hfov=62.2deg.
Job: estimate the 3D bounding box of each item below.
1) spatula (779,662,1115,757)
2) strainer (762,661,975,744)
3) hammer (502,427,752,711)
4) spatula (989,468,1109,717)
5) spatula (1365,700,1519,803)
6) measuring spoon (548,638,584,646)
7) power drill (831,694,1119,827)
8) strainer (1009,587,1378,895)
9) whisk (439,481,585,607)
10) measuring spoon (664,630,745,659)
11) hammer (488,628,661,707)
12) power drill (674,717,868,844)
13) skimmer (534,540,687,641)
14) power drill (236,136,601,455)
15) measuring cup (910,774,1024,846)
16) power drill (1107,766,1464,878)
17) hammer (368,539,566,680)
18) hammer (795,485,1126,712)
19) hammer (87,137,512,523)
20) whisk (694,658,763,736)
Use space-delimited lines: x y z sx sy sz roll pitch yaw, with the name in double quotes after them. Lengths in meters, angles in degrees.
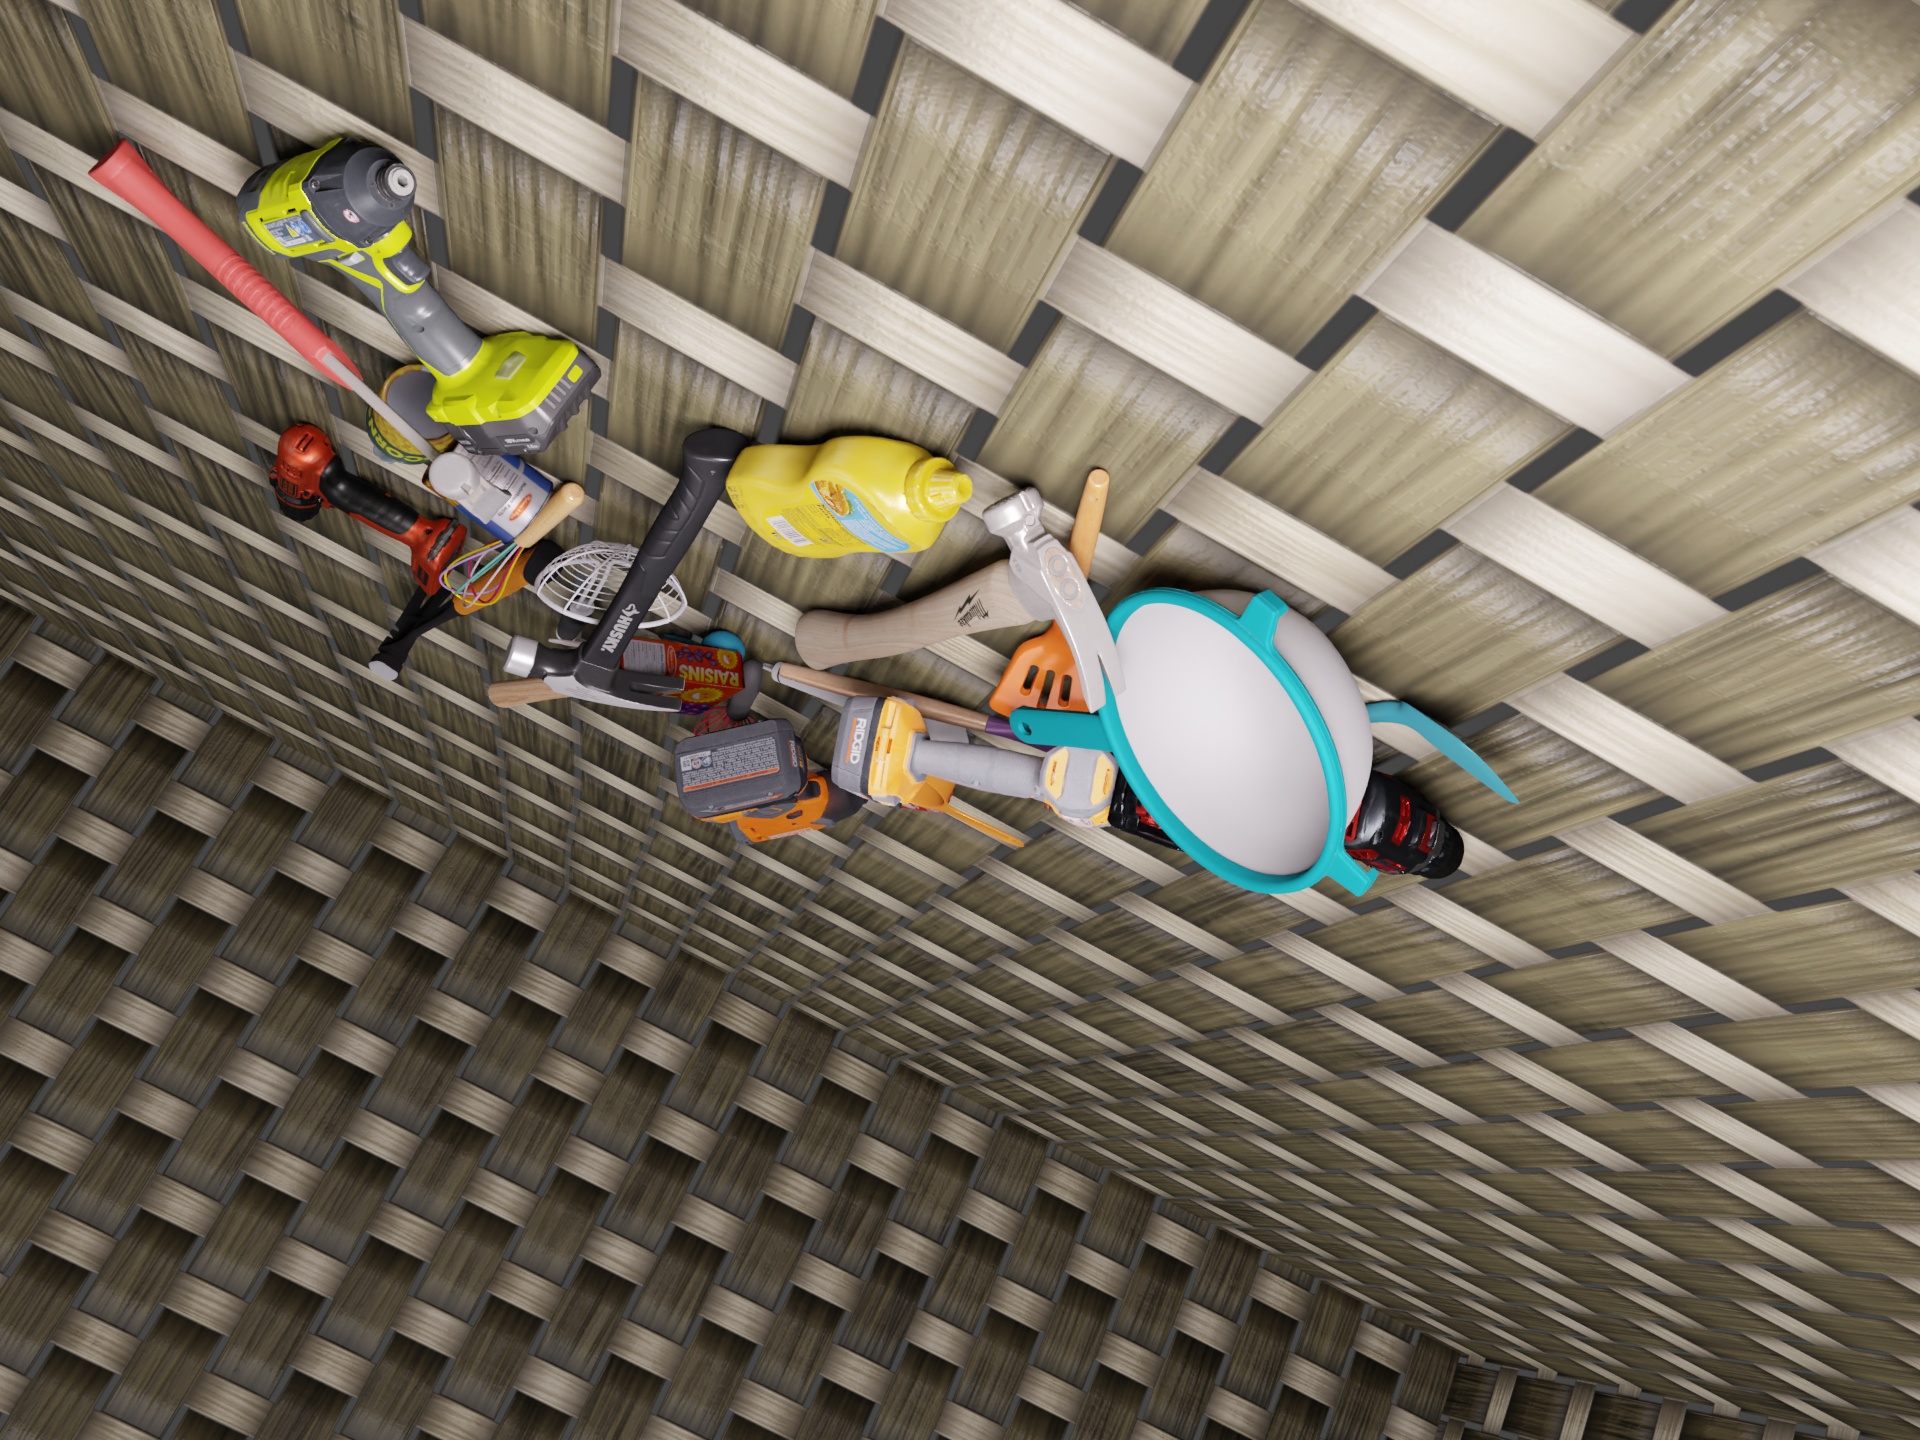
-0.002 -0.004 1.337 0.316 0.018 0.059 15 159 8 "spatula"
-0.081 -0.015 1.418 0.259 0.050 0.087 20 -157 31 "strainer"
-0.235 -0.109 1.223 0.146 0.035 0.334 18 142 -22 "hammer"
0.072 -0.075 1.088 0.081 0.041 0.322 17 158 4 "spatula"
0.225 0.003 1.087 0.318 0.044 0.082 7 159 44 "spatula"
-0.351 -0.066 1.577 0.124 0.018 0.034 9 177 -38 "measuring spoon"
0.026 0.043 1.288 0.226 0.084 0.185 9 173 11 "power drill"
0.155 -0.006 1.061 0.340 0.095 0.211 5 121 60 "strainer"
-0.391 -0.153 1.402 0.245 0.051 0.047 -25 96 46 "whisk"
-0.243 -0.079 1.499 0.042 0.021 0.129 24 175 -39 "measuring spoon"
-0.366 -0.041 1.598 0.331 0.031 0.130 -6 161 41 "hammer"
-0.178 0.065 1.589 0.164 0.084 0.226 -12 164 8 "power drill"
-0.344 -0.091 1.477 0.127 0.090 0.363 3 170 -21 "skimmer"
-0.352 -0.280 1.056 0.171 0.080 0.223 8 149 42 "power drill"
-0.006 0.059 1.491 0.173 0.052 0.095 29 160 -11 "measuring cup"
0.243 0.068 1.155 0.227 0.080 0.187 8 171 38 "power drill"
-0.482 -0.127 1.580 0.034 0.127 0.337 40 146 -29 "hammer"
-0.024 -0.064 1.169 0.411 0.038 0.146 -8 111 62 "hammer"
-0.475 -0.279 1.151 0.359 0.037 0.149 43 176 -5 "hammer"
-0.223 -0.004 1.574 0.073 0.073 0.295 28 158 -5 "whisk"
